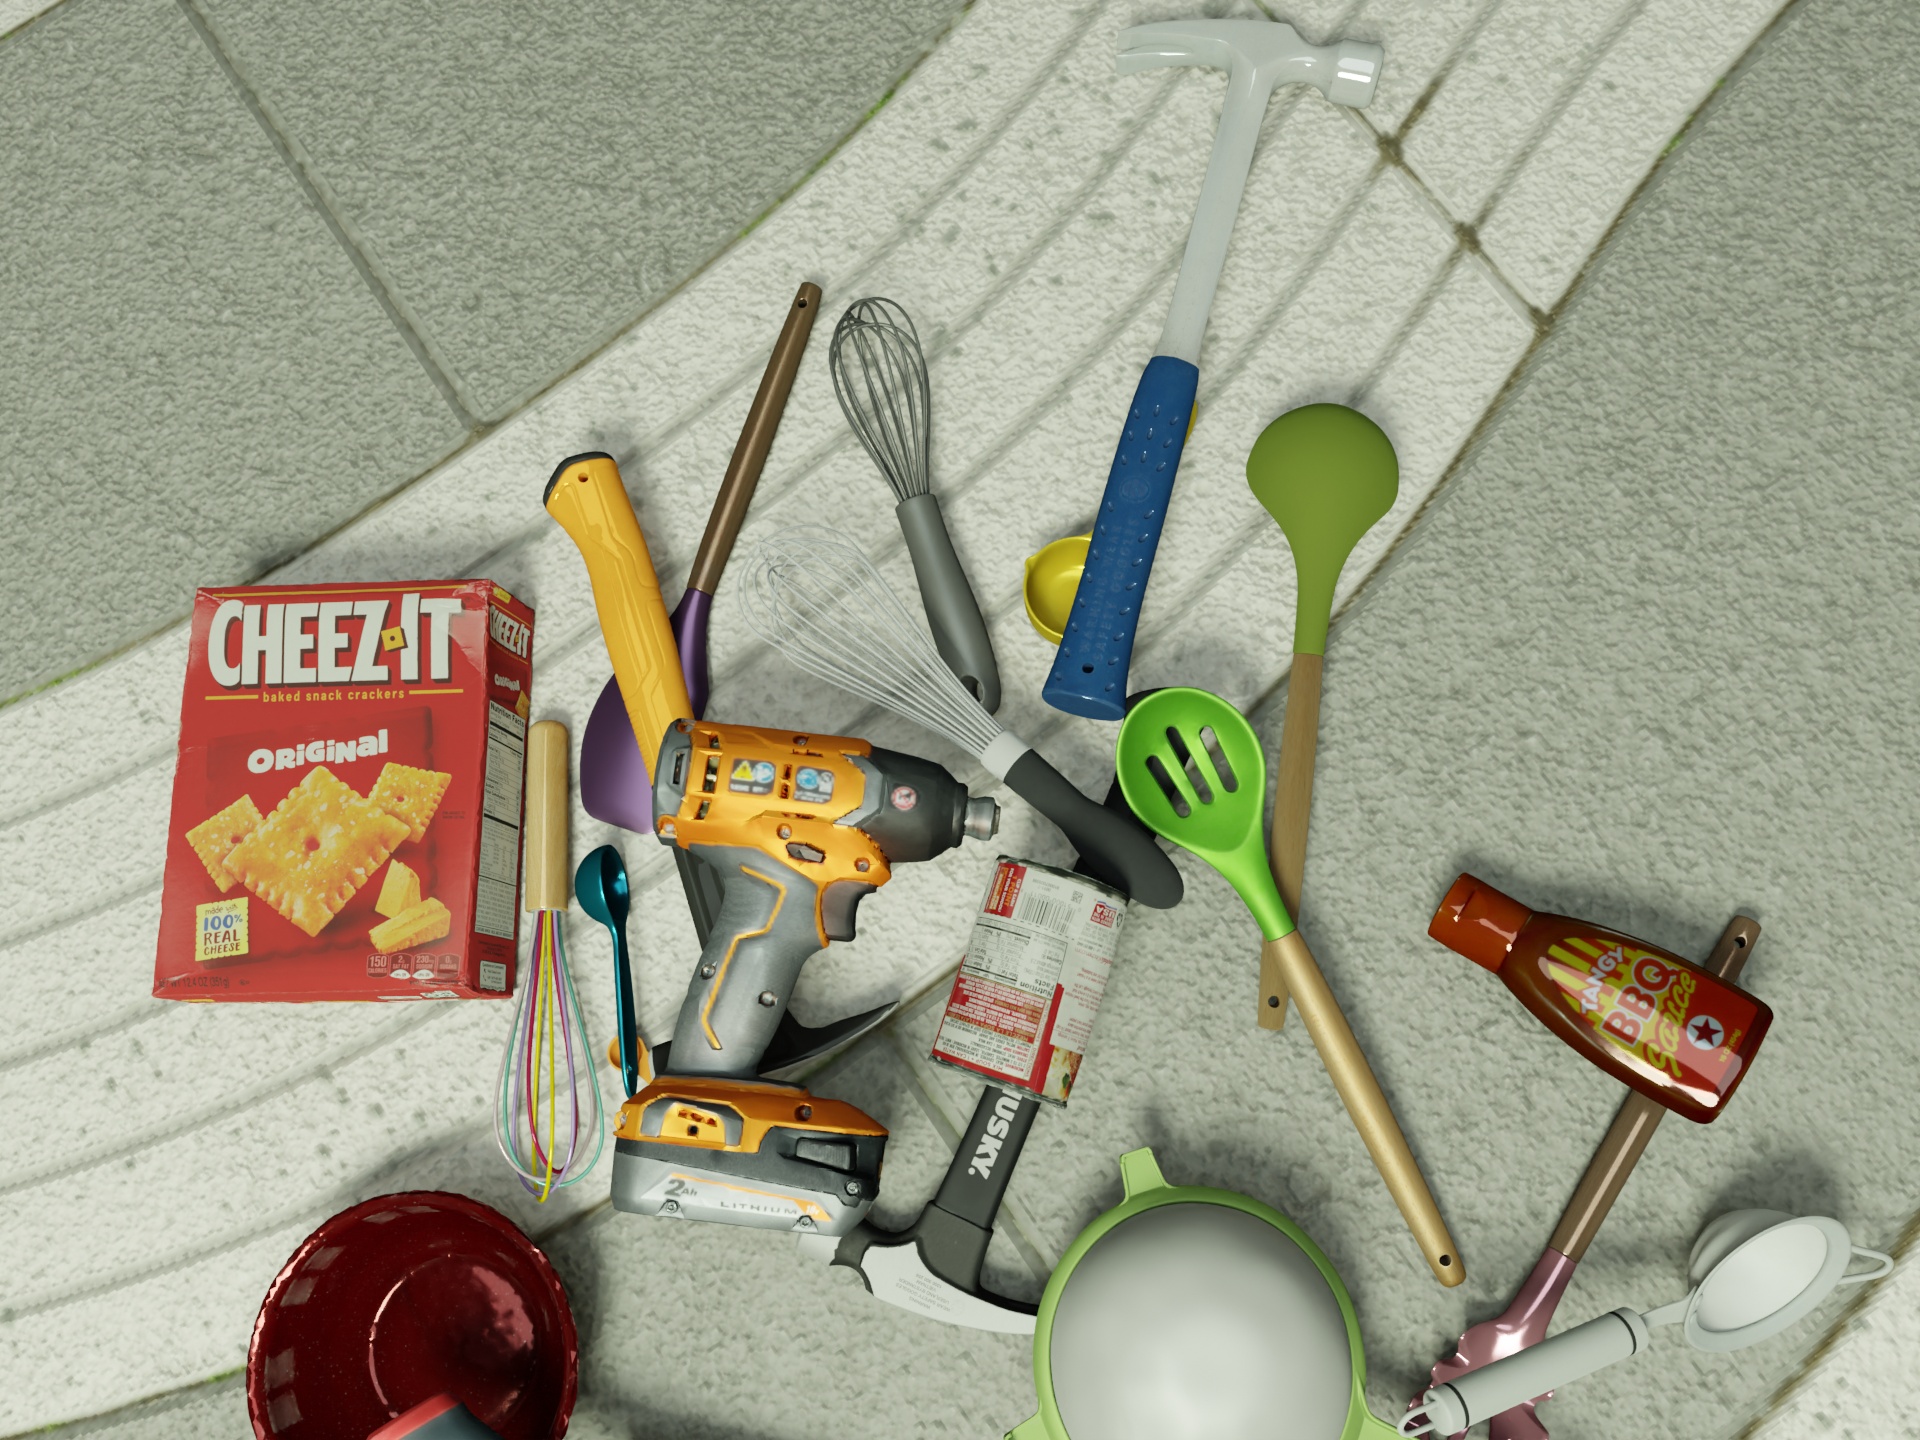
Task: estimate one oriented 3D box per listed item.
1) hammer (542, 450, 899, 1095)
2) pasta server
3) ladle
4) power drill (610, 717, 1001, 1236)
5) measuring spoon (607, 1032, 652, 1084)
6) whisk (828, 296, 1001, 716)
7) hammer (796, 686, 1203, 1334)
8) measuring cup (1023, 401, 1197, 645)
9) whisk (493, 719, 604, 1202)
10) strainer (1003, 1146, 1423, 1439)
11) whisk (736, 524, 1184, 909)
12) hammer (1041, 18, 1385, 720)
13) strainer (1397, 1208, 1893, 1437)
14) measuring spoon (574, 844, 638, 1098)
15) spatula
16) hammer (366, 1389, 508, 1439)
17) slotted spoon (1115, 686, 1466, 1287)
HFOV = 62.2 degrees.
[{"bbox_3d":[-0.139,0.017,0.815,0.127,0.034,0.337,-18,81,-3],"label":"hammer"},{"bbox_3d":[0.297,0.227,0.744,0.060,0.040,0.316,31,82,15],"label":"pasta server"},{"bbox_3d":[0.172,-0.006,0.807,0.078,0.062,0.320,6,86,5],"label":"ladle"},{"bbox_3d":[-0.071,0.117,0.740,0.164,0.084,0.227,6,77,2],"label":"power drill"},{"bbox_3d":[-0.129,0.196,0.806,0.117,0.011,0.021,32,74,7],"label":"measuring spoon"},{"bbox_3d":[-0.020,-0.115,0.841,0.055,0.055,0.239,-18,82,1],"label":"whisk"},{"bbox_3d":[0.053,0.136,0.787,0.146,0.035,0.335,23,81,10],"label":"hammer"},{"bbox_3d":[0.085,-0.105,0.841,0.062,0.029,0.156,28,74,10],"label":"measuring cup"},{"bbox_3d":[-0.209,0.118,0.812,0.051,0.047,0.245,-4,75,4],"label":"whisk"},{"bbox_3d":[0.155,0.300,0.683,0.256,0.069,0.151,23,71,10],"label":"strainer"},{"bbox_3d":[0.000,-0.003,0.790,0.285,0.070,0.070,40,85,15],"label":"whisk"},{"bbox_3d":[0.108,-0.196,0.830,0.144,0.035,0.406,14,75,8],"label":"hammer"},{"bbox_3d":[0.299,0.264,0.701,0.258,0.086,0.050,-13,33,-20],"label":"strainer"},{"bbox_3d":[-0.180,0.127,0.805,0.021,0.042,0.129,-9,78,5],"label":"measuring spoon"},{"bbox_3d":[-0.134,-0.094,0.859,0.060,0.018,0.316,18,82,8],"label":"spatula"},{"bbox_3d":[-0.088,0.400,0.682,0.386,0.038,0.143,19,71,9],"label":"hammer"},{"bbox_3d":[0.164,0.127,0.763,0.070,0.031,0.314,-27,87,6],"label":"slotted spoon"}]
